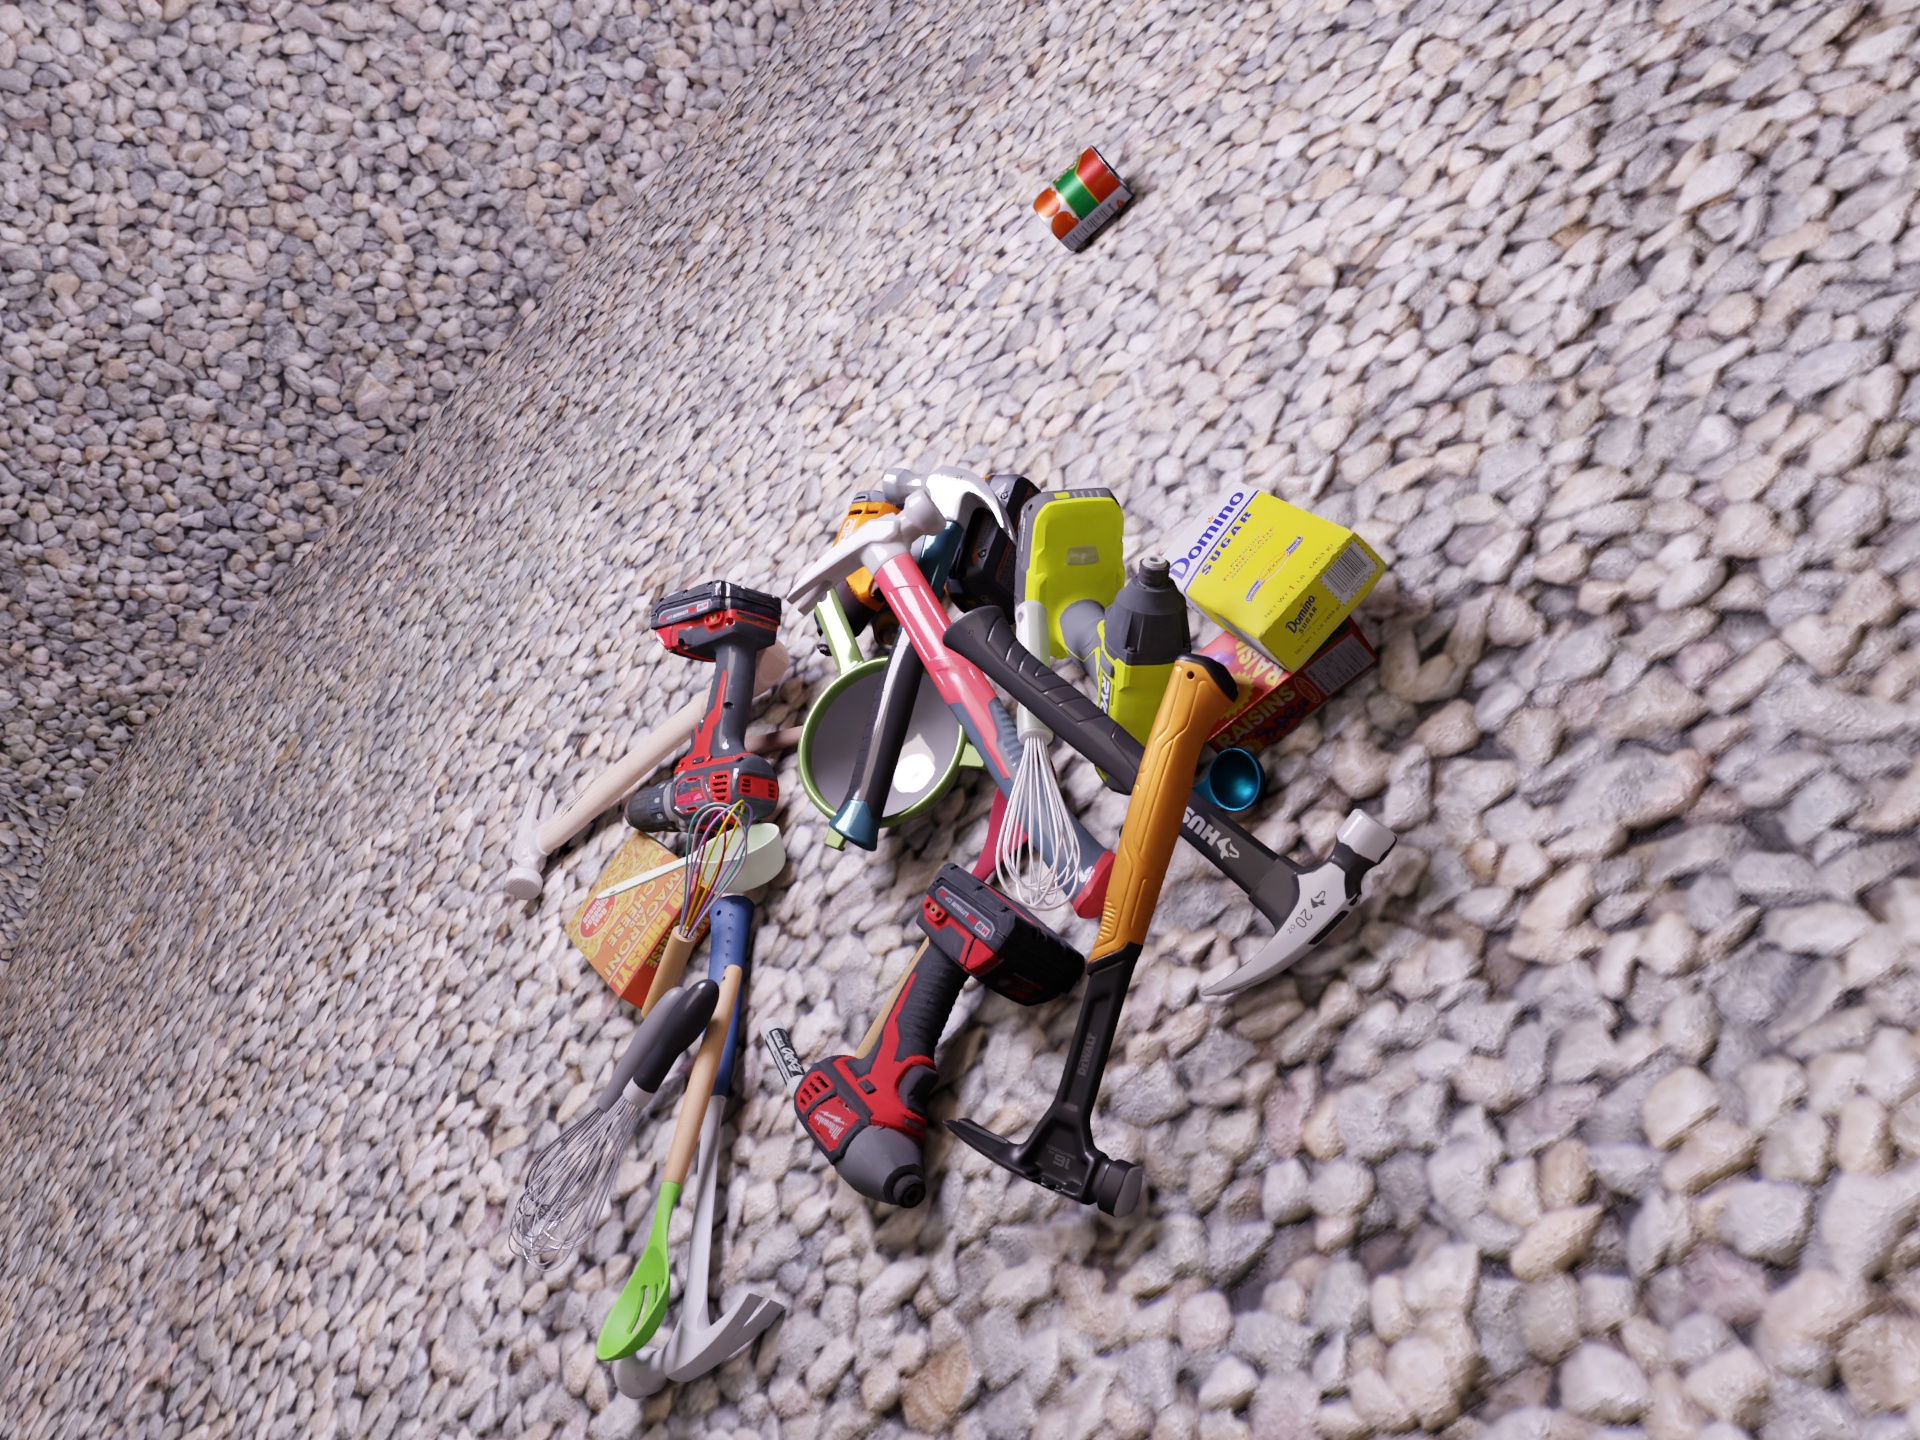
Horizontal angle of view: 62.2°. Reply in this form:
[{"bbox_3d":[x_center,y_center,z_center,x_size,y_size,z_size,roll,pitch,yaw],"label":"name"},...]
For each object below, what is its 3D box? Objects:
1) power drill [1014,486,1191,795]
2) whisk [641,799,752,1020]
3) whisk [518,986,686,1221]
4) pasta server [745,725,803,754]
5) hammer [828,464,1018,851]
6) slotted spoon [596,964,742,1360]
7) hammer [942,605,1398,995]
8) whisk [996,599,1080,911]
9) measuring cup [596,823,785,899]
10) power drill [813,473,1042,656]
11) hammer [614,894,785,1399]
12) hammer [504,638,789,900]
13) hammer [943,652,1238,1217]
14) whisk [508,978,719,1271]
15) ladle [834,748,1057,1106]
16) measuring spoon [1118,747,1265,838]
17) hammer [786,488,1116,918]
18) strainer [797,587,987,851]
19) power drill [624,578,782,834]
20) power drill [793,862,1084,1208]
[{"bbox_3d":[0.106,-0.075,1.150,0.080,0.171,0.223,-6,32,-12],"label":"power drill"},{"bbox_3d":[-0.229,0.165,1.344,0.047,0.051,0.245,-108,38,-55],"label":"whisk"},{"bbox_3d":[-0.296,0.321,1.329,0.239,0.055,0.055,-57,34,5],"label":"whisk"},{"bbox_3d":[-0.156,0.009,1.478,0.316,0.040,0.060,-13,38,45],"label":"pasta server"},{"bbox_3d":[-0.042,-0.055,1.274,0.128,0.033,0.331,6,70,27],"label":"hammer"},{"bbox_3d":[-0.209,0.325,1.199,0.070,0.031,0.314,-30,37,43],"label":"slotted spoon"},{"bbox_3d":[0.106,0.033,1.025,0.335,0.035,0.146,41,101,29],"label":"hammer"},{"bbox_3d":[0.051,0.019,1.103,0.057,0.059,0.247,122,153,-54],"label":"whisk"},{"bbox_3d":[-0.232,0.138,1.387,0.167,0.038,0.083,-20,17,-4],"label":"measuring cup"},{"bbox_3d":[-0.035,-0.133,1.409,0.226,0.084,0.164,-1,60,42],"label":"power drill"},{"bbox_3d":[-0.190,0.308,1.248,0.144,0.035,0.406,-32,39,28],"label":"hammer"},{"bbox_3d":[-0.325,0.032,1.636,0.410,0.038,0.146,-36,34,26],"label":"hammer"},{"bbox_3d":[0.094,0.120,0.974,0.127,0.034,0.337,16,88,30],"label":"hammer"},{"bbox_3d":[-0.270,0.320,1.260,0.284,0.070,0.070,-55,33,10],"label":"whisk"},{"bbox_3d":[-0.014,0.160,1.185,0.315,0.031,0.069,-58,31,-5],"label":"ladle"},{"bbox_3d":[0.159,0.057,1.087,0.128,0.021,0.042,-32,68,41],"label":"measuring spoon"},{"bbox_3d":[-0.002,-0.004,1.188,0.143,0.038,0.387,-36,57,8],"label":"hammer"},{"bbox_3d":[-0.071,-0.014,1.328,0.151,0.069,0.257,-30,57,9],"label":"strainer"},{"bbox_3d":[-0.246,-0.003,1.493,0.188,0.080,0.227,-13,72,41],"label":"power drill"},{"bbox_3d":[-0.019,0.222,1.095,0.219,0.078,0.143,-56,34,0],"label":"power drill"}]
